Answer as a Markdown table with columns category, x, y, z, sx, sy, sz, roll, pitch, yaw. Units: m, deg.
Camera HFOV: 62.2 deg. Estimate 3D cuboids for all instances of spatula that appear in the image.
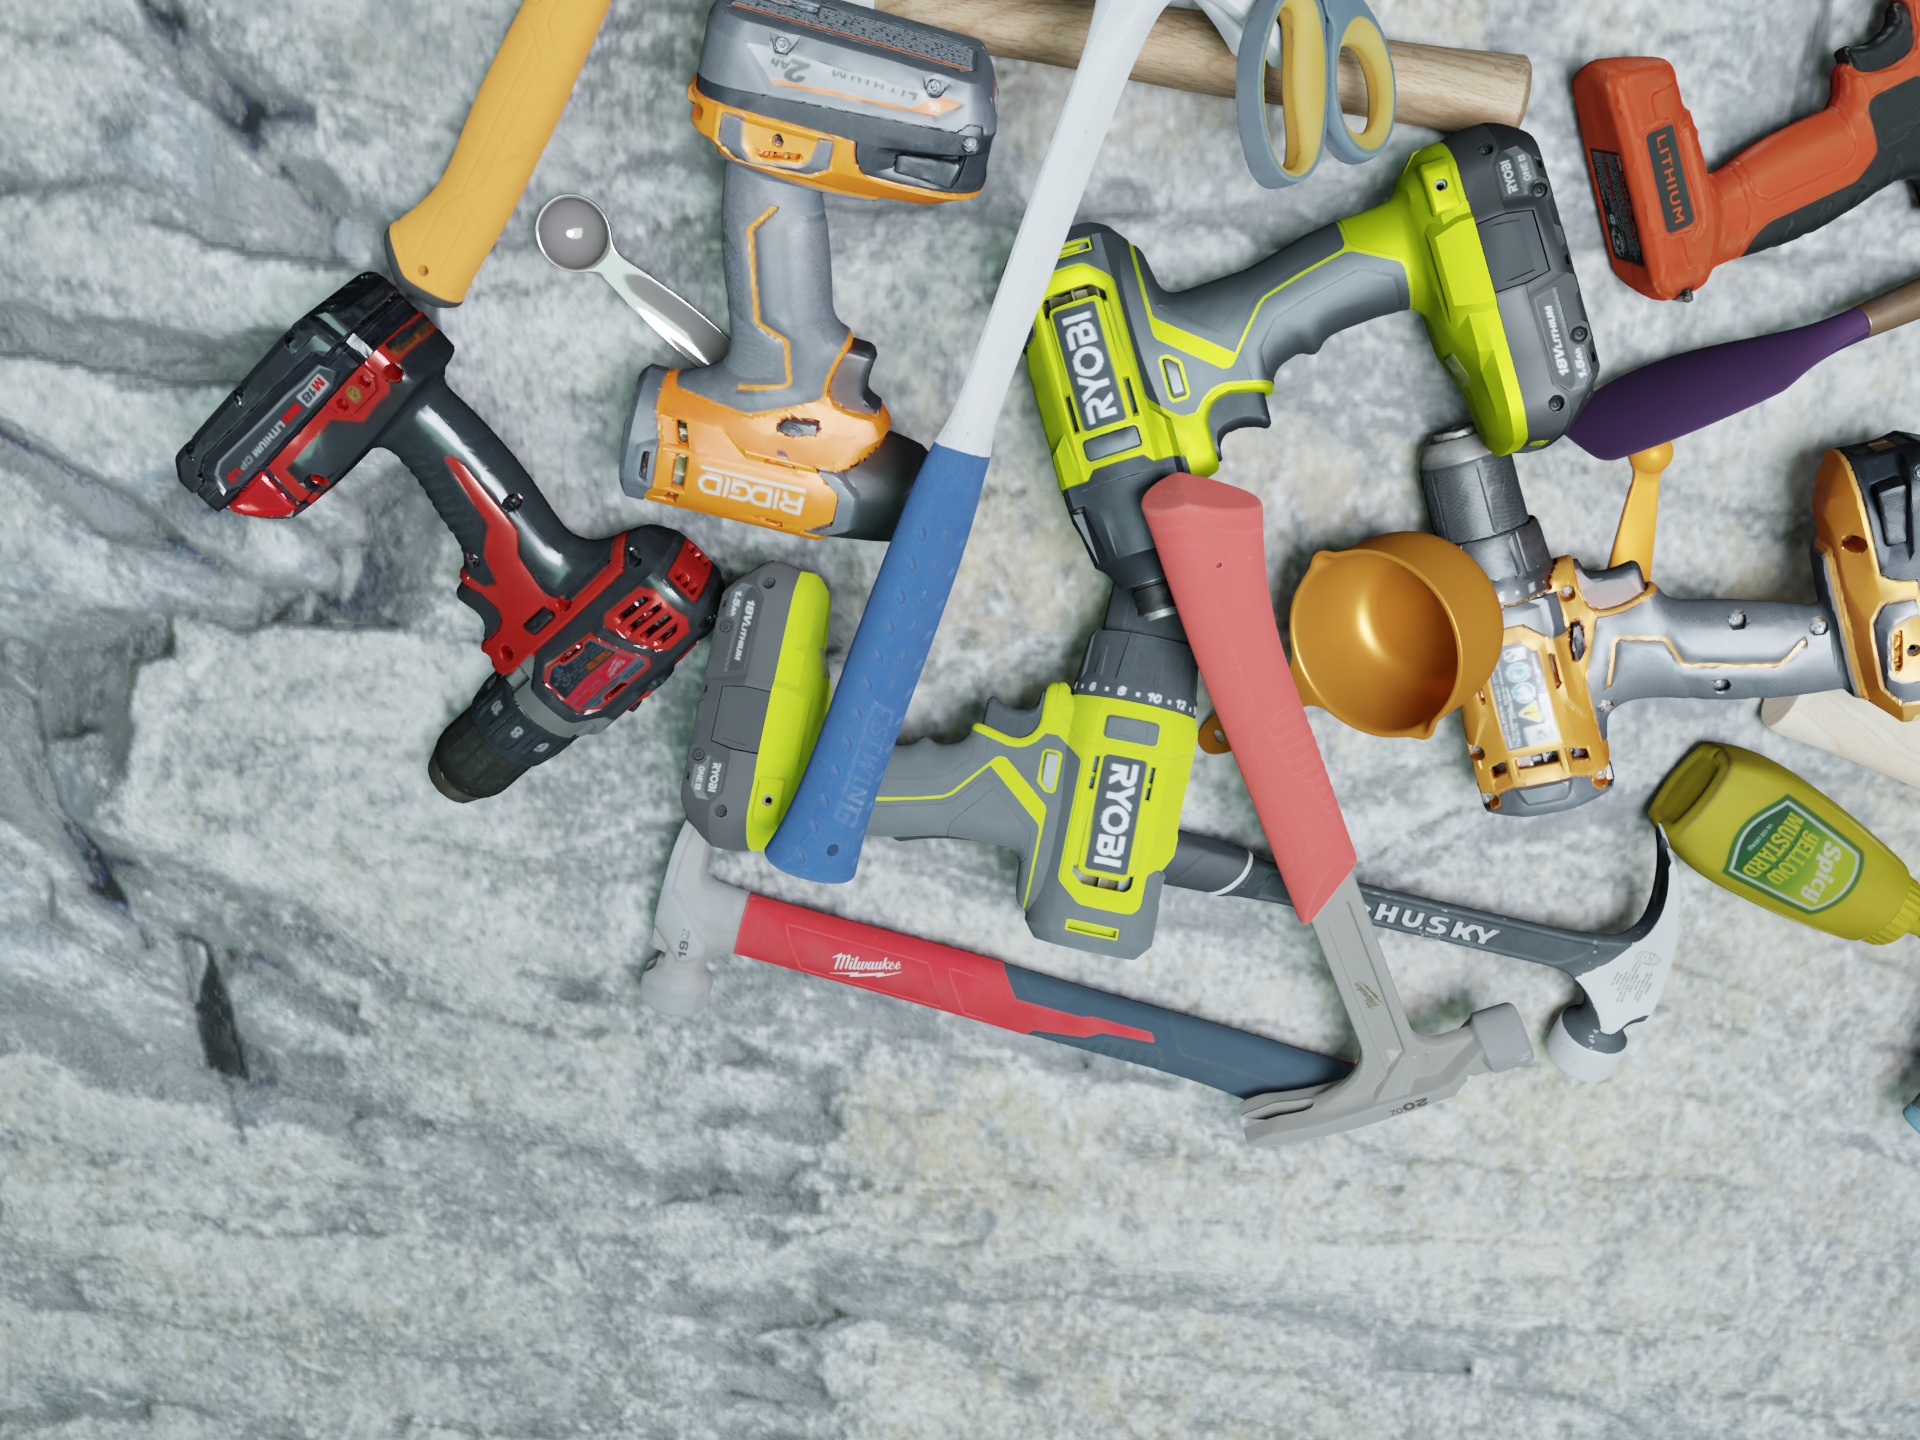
| category | x | y | z | sx | sy | sz | roll | pitch | yaw |
| --- | --- | --- | --- | --- | --- | --- | --- | --- | --- |
| spatula | 0.410 | -0.182 | 0.687 | 0.316 | 0.060 | 0.018 | -22 | 126 | 1 |

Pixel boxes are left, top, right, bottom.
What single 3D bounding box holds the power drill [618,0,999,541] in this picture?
| category | x | y | z | sx | sy | sz | roll | pitch | yaw |
| --- | --- | --- | --- | --- | --- | --- | --- | --- | --- |
| power drill | -0.052 | -0.180 | 0.687 | 0.164 | 0.084 | 0.226 | 13 | 126 | -7 |

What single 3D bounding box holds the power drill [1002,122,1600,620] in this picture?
| category | x | y | z | sx | sy | sz | roll | pitch | yaw |
| --- | --- | --- | --- | --- | --- | --- | --- | --- | --- |
| power drill | 0.145 | -0.150 | 0.688 | 0.223 | 0.080 | 0.171 | -16 | 89 | 11 |

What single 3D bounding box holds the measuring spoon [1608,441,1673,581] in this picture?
| category | x | y | z | sx | sy | sz | roll | pitch | yaw |
| --- | --- | --- | --- | --- | --- | --- | --- | --- | --- |
| measuring spoon | 0.321 | -0.078 | 0.757 | 0.021 | 0.011 | 0.116 | 3 | 110 | 2 |

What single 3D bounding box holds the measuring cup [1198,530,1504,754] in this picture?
| category | x | y | z | sx | sy | sz | roll | pitch | yaw |
| --- | --- | --- | --- | --- | --- | --- | --- | --- | --- |
| measuring cup | 0.179 | -0.026 | 0.749 | 0.095 | 0.052 | 0.173 | 60 | 144 | 6 |

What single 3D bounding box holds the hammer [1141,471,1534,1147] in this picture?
| category | x | y | z | sx | sy | sz | roll | pitch | yaw |
| --- | --- | --- | --- | --- | --- | --- | --- | --- | --- |
| hammer | 0.148 | 0.052 | 0.726 | 0.149 | 0.037 | 0.358 | -20 | 119 | 12 |

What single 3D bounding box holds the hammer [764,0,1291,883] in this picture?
| category | x | y | z | sx | sy | sz | roll | pitch | yaw |
| --- | --- | --- | --- | --- | --- | --- | --- | --- | --- |
| hammer | 0.010 | -0.118 | 0.641 | 0.144 | 0.035 | 0.405 | 8 | 110 | -38 |

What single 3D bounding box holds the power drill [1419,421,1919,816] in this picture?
| category | x | y | z | sx | sy | sz | roll | pitch | yaw |
| --- | --- | --- | --- | --- | --- | --- | --- | --- | --- |
| power drill | 0.326 | -0.066 | 0.715 | 0.226 | 0.084 | 0.185 | -14 | 101 | 22 |

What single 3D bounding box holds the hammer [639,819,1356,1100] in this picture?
| category | x | y | z | sx | sy | sz | roll | pitch | yaw |
| --- | --- | --- | --- | --- | --- | --- | --- | --- | --- |
| hammer | 0.033 | 0.133 | 0.838 | 0.386 | 0.038 | 0.143 | 16 | 109 | -3 |

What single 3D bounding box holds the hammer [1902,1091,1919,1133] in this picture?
| category | x | y | z | sx | sy | sz | roll | pitch | yaw |
| --- | --- | --- | --- | --- | --- | --- | --- | --- | --- |
| hammer | 0.514 | 0.067 | 0.753 | 0.128 | 0.033 | 0.330 | 5 | 113 | 4 |

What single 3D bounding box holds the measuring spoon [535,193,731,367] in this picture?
| category | x | y | z | sx | sy | sz | roll | pitch | yaw |
| --- | --- | --- | --- | --- | --- | --- | --- | --- | --- |
| measuring spoon | -0.143 | -0.197 | 0.741 | 0.124 | 0.018 | 0.034 | 39 | 107 | -18 |

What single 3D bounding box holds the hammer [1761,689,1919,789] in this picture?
| category | x | y | z | sx | sy | sz | roll | pitch | yaw |
| --- | --- | --- | --- | --- | --- | --- | --- | --- | --- |
| hammer | 0.583 | 0.070 | 0.785 | 0.410 | 0.038 | 0.146 | 21 | 111 | -4 |

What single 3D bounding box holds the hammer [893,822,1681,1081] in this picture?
| category | x | y | z | sx | sy | sz | roll | pitch | yaw |
| --- | --- | --- | --- | --- | --- | --- | --- | --- | --- |
| hammer | 0.157 | 0.078 | 0.801 | 0.409 | 0.036 | 0.149 | 13 | 125 | 1 |

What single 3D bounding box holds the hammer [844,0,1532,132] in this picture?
| category | x | y | z | sx | sy | sz | roll | pitch | yaw |
| --- | --- | --- | --- | --- | --- | --- | --- | --- | --- |
| hammer | 0.078 | -0.293 | 0.681 | 0.331 | 0.031 | 0.130 | 8 | 111 | 0 |

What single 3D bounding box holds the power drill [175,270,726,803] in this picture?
| category | x | y | z | sx | sy | sz | roll | pitch | yaw |
| --- | --- | --- | --- | --- | --- | --- | --- | --- | --- |
| power drill | -0.247 | -0.073 | 0.752 | 0.188 | 0.080 | 0.226 | -37 | 112 | 22 |

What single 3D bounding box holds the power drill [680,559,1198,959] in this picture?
| category | x | y | z | sx | sy | sz | roll | pitch | yaw |
| --- | --- | --- | --- | --- | --- | --- | --- | --- | --- |
| power drill | -0.001 | -0.002 | 0.749 | 0.228 | 0.080 | 0.190 | 11 | 86 | 3 |

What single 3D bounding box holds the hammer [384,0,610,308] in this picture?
| category | x | y | z | sx | sy | sz | roll | pitch | yaw |
| --- | --- | --- | --- | --- | --- | --- | --- | --- | --- |
| hammer | -0.151 | -0.323 | 0.682 | 0.127 | 0.034 | 0.336 | 32 | 109 | -7 |
